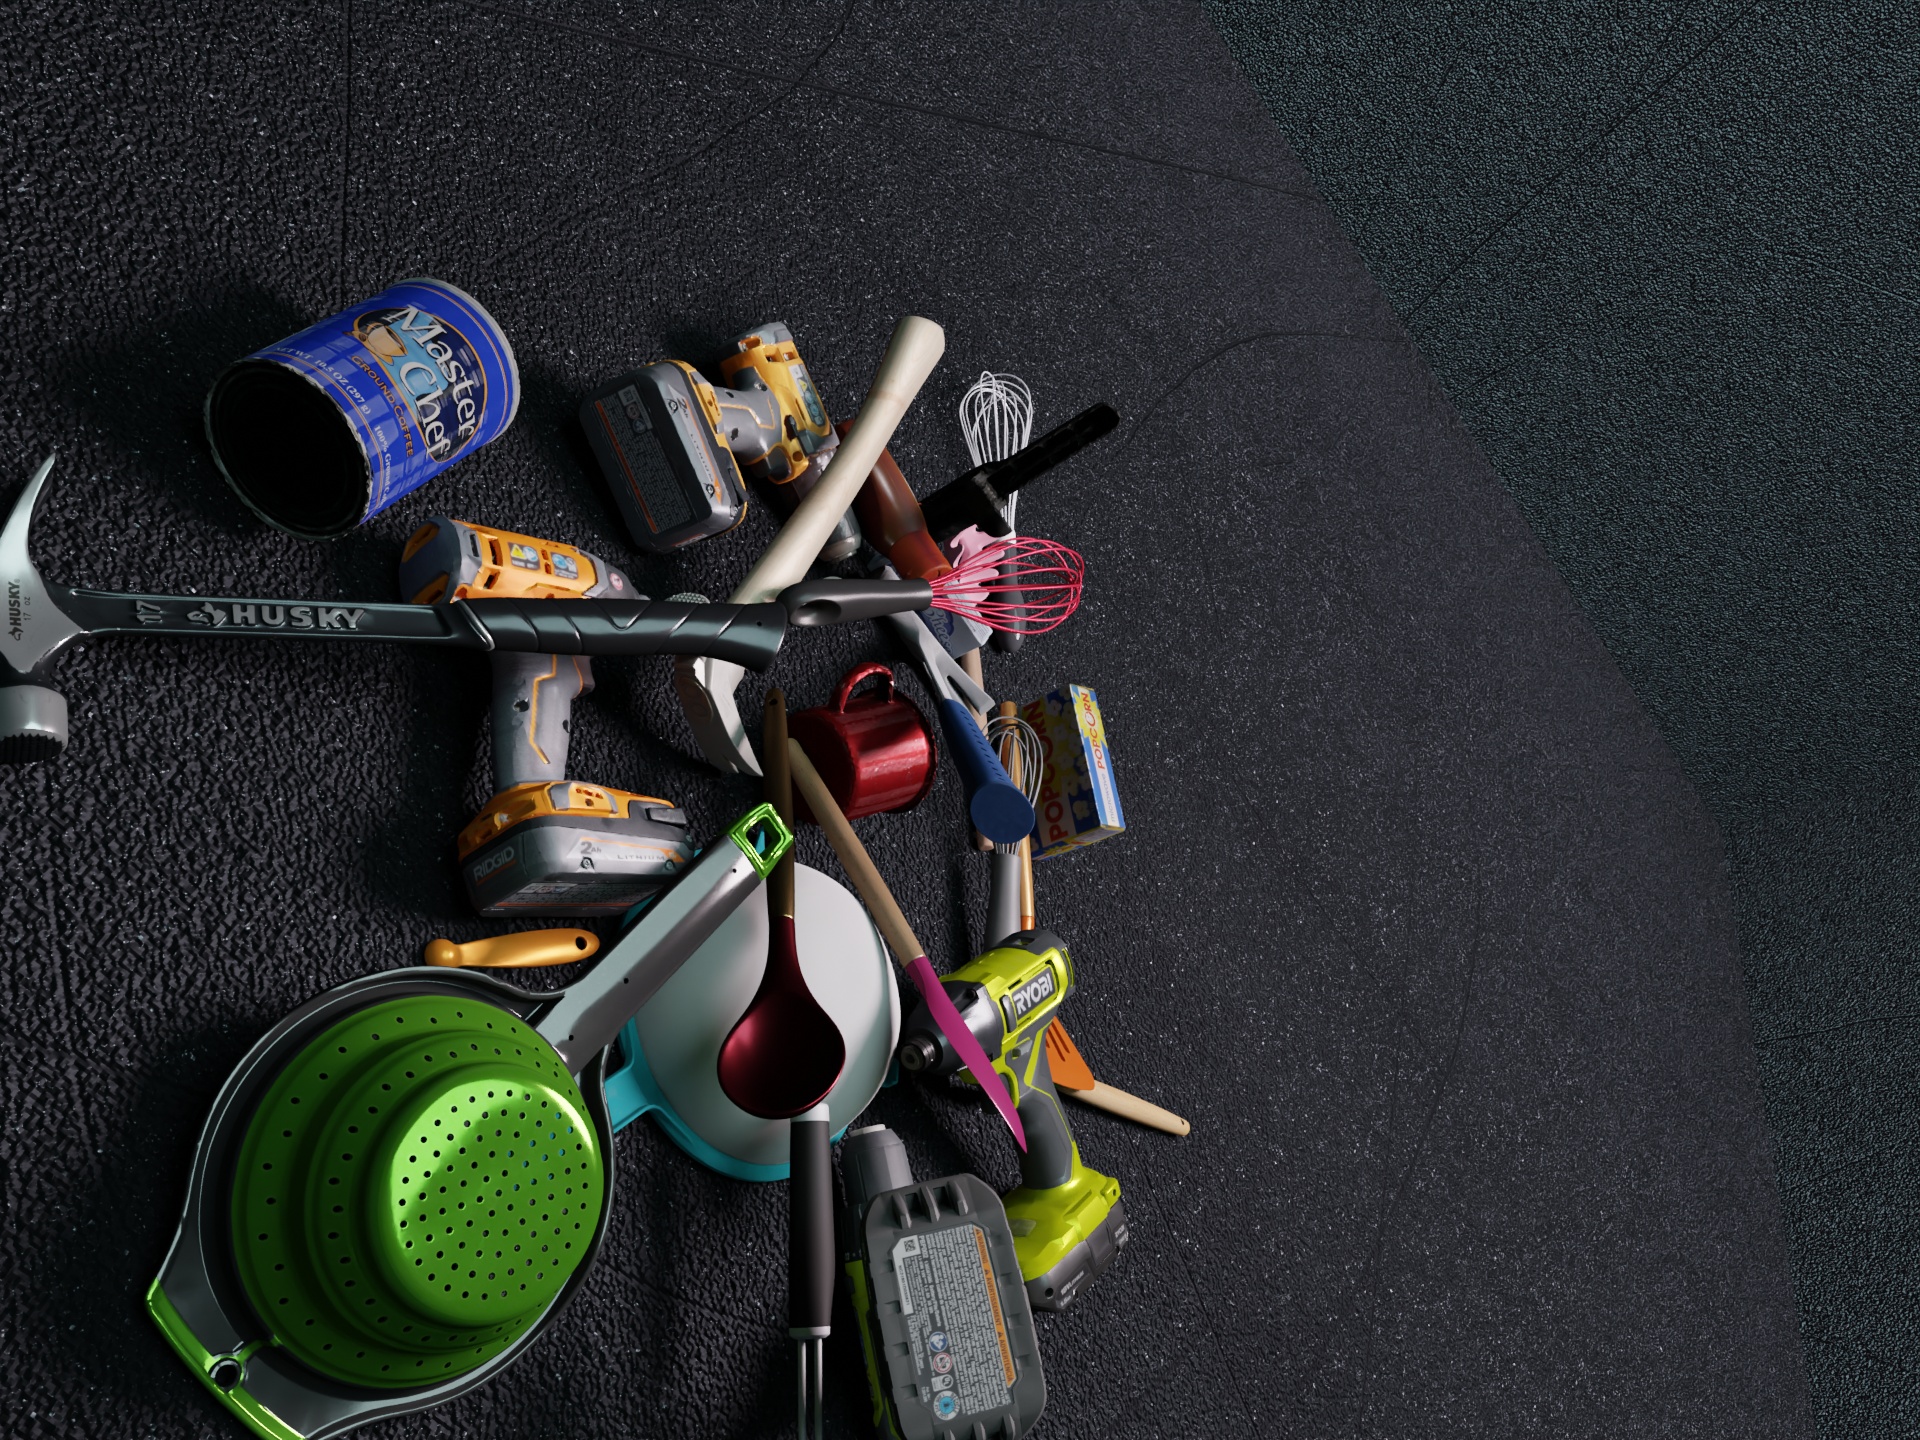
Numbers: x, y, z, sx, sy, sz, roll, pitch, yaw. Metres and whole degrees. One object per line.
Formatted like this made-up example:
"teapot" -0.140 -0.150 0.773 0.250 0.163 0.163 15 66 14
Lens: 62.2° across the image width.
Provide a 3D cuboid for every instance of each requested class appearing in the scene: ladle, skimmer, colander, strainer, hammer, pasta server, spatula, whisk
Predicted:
"ladle" -0.107 0.097 0.932 0.031 0.069 0.316 89 -5 -47
"skimmer" -0.087 0.379 0.815 0.090 0.127 0.364 47 38 -64
"colander" -0.188 0.165 0.772 0.397 0.094 0.204 -47 112 -39
"strainer" -0.134 0.183 0.922 0.340 0.095 0.211 -28 92 -58
"hammer" -0.093 -0.147 1.128 0.146 0.038 0.411 76 30 -44
"hammer" -0.276 -0.054 0.829 0.408 0.036 0.149 0 65 -34
"pasta server" 0.016 -0.043 1.324 0.060 0.040 0.316 32 46 -50
"spatula" 0.057 0.131 1.255 0.081 0.041 0.323 29 50 -51
"whisk" -0.014 -0.091 1.124 0.295 0.073 0.073 -9 77 -44
"whisk" 0.033 0.107 1.217 0.055 0.055 0.239 29 55 -42
"whisk" 0.036 -0.191 1.437 0.070 0.070 0.285 22 58 -46
"hammer" -0.002 -0.004 1.101 0.144 0.035 0.406 52 4 -19

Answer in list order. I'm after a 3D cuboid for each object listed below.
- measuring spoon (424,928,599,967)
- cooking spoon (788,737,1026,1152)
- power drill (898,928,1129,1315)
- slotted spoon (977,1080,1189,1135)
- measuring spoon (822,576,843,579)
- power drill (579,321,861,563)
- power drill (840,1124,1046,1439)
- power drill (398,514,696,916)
"measuring spoon" -0.244 0.126 0.882 0.116 0.011 0.021 4 66 -53
"cooking spoon" -0.040 0.131 0.997 0.319 0.017 0.068 56 -5 29
"power drill" 0.032 0.272 1.066 0.171 0.080 0.223 -23 101 -55
"slotted spoon" 0.090 0.284 1.227 0.313 0.031 0.070 31 35 -43
"measuring spoon" -0.119 -0.094 1.189 0.124 0.018 0.034 -7 75 -54
"power drill" -0.156 -0.183 1.144 0.185 0.084 0.226 67 28 -10
"power drill" -0.025 0.320 0.902 0.080 0.228 0.191 -9 73 -13
"power drill" -0.229 -0.004 0.928 0.164 0.084 0.227 8 59 -52
